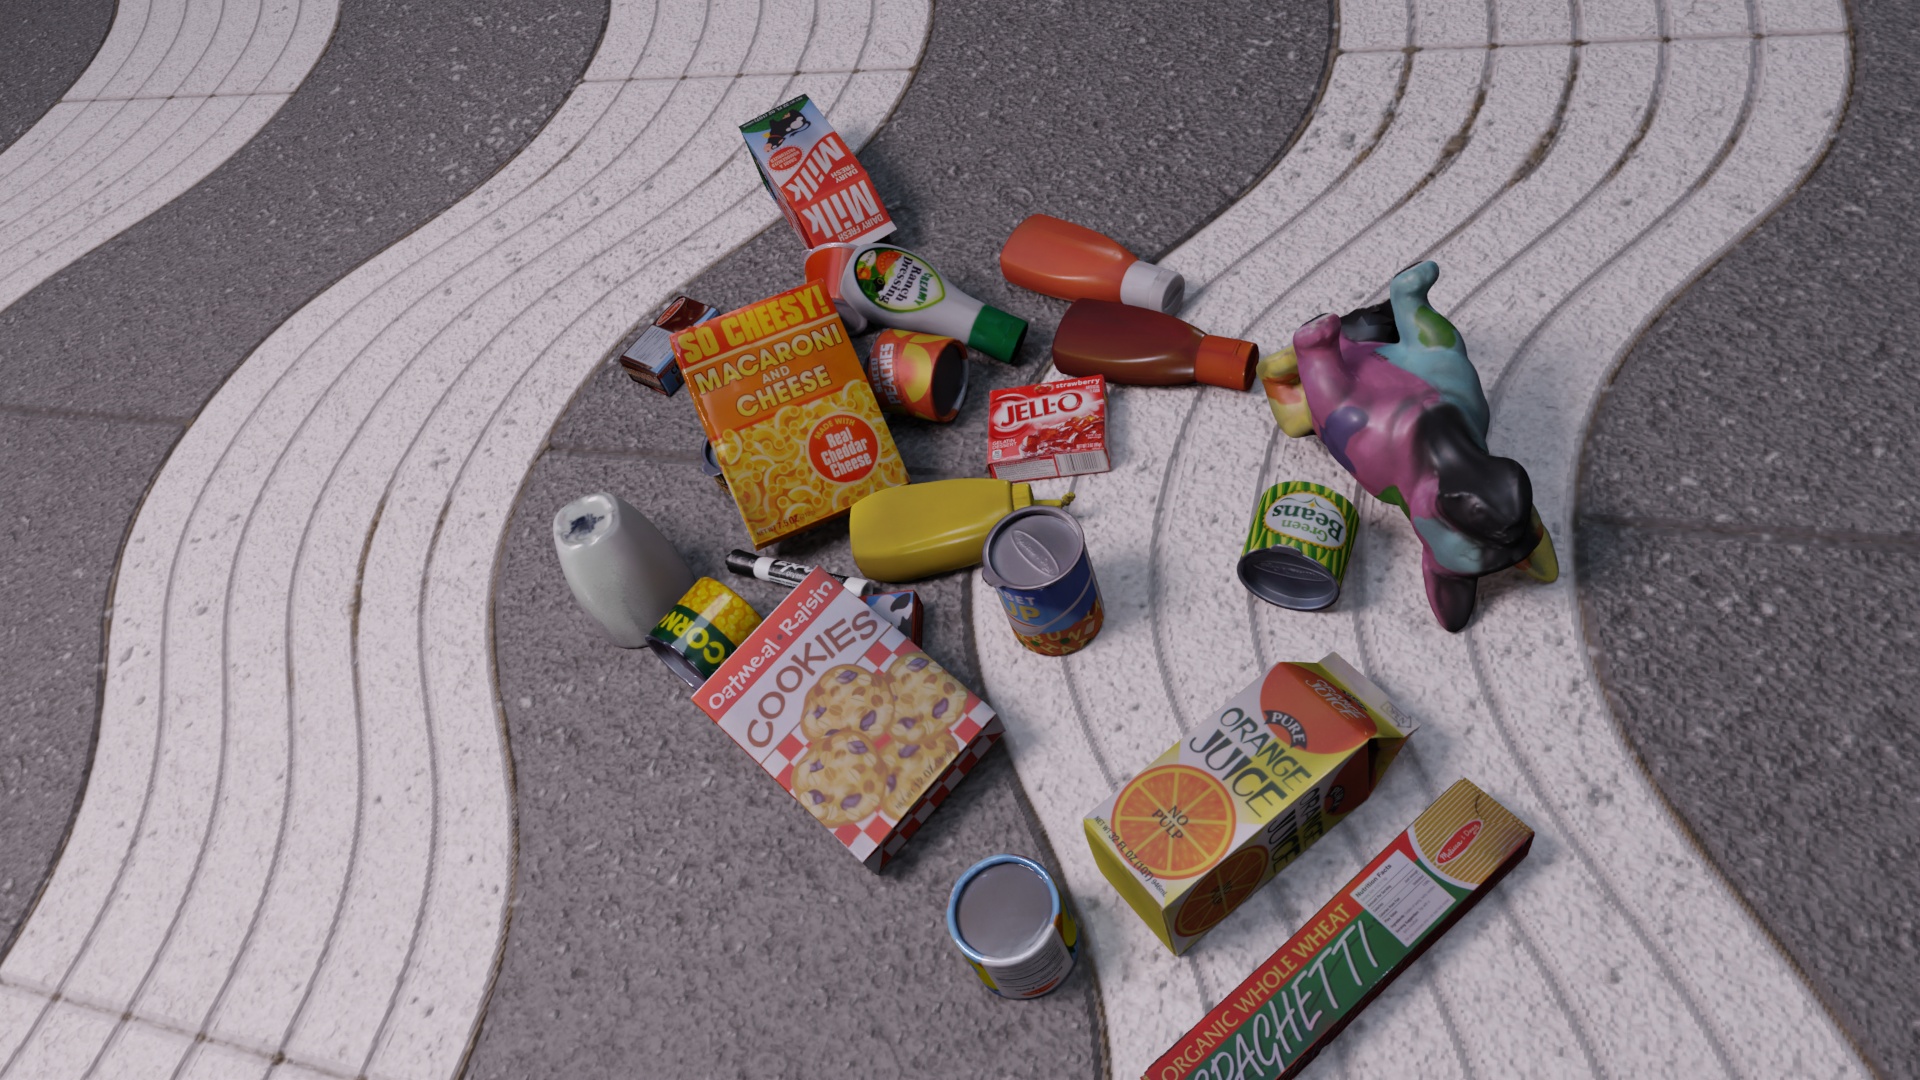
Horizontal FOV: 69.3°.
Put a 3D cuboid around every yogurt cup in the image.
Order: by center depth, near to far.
[{"bbox_3d":[-0.099,-0.205,1.152,0.072,0.072,0.054,-2,62,16],"label":"yogurt cup"}]

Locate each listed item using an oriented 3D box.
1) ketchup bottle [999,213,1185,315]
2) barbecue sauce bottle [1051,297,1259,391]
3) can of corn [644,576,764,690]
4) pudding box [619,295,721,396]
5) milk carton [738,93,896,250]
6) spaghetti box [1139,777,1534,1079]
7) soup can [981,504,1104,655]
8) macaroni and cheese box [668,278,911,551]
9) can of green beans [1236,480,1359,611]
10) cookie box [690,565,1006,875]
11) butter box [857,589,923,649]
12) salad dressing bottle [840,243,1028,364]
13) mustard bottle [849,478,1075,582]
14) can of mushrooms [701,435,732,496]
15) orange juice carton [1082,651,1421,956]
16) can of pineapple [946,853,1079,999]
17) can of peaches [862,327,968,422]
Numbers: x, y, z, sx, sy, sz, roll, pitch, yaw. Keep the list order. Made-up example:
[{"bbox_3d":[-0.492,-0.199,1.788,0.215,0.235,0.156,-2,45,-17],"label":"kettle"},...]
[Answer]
[{"bbox_3d":[0.107,-0.216,1.109,0.149,0.043,0.065,25,65,31],"label":"ketchup bottle"},{"bbox_3d":[0.147,-0.143,1.041,0.148,0.043,0.065,14,59,25],"label":"barbecue sauce bottle"},{"bbox_3d":[-0.174,0.066,0.962,0.071,0.071,0.058,26,64,31],"label":"can of corn"},{"bbox_3d":[-0.244,-0.167,1.187,0.050,0.030,0.084,22,63,31],"label":"pudding box"},{"bbox_3d":[-0.124,-0.310,1.231,0.072,0.073,0.191,-29,51,-6],"label":"milk carton"},{"bbox_3d":[0.205,0.227,0.751,0.251,0.028,0.050,-38,53,-13],"label":"spaghetti box"},{"bbox_3d":[0.054,0.029,0.912,0.071,0.083,0.072,-9,52,11],"label":"soup can"},{"bbox_3d":[-0.126,-0.092,1.023,0.124,0.040,0.166,-22,85,-10],"label":"macaroni and cheese box"},{"bbox_3d":[0.218,0.003,0.893,0.071,0.071,0.058,11,58,24],"label":"can of green beans"},{"bbox_3d":[-0.074,0.112,0.897,0.168,0.040,0.123,37,77,26],"label":"cookie box"},{"bbox_3d":[-0.078,0.067,0.962,0.103,0.024,0.053,-7,53,12],"label":"butter box"},{"bbox_3d":[-0.020,-0.185,1.094,0.148,0.044,0.064,24,72,5],"label":"salad dressing bottle"},{"bbox_3d":[0.004,-0.012,0.982,0.160,0.048,0.065,-10,55,9],"label":"mustard bottle"},{"bbox_3d":[-0.168,-0.066,1.085,0.071,0.033,0.071,-8,52,10],"label":"can of mushrooms"},{"bbox_3d":[0.170,0.141,0.799,0.193,0.072,0.072,-36,52,-12],"label":"orange juice carton"},{"bbox_3d":[0.029,0.218,0.792,0.071,0.057,0.071,-9,52,11],"label":"can of pineapple"},{"bbox_3d":[-0.033,-0.127,1.066,0.058,0.071,0.071,12,58,24],"label":"can of peaches"}]
